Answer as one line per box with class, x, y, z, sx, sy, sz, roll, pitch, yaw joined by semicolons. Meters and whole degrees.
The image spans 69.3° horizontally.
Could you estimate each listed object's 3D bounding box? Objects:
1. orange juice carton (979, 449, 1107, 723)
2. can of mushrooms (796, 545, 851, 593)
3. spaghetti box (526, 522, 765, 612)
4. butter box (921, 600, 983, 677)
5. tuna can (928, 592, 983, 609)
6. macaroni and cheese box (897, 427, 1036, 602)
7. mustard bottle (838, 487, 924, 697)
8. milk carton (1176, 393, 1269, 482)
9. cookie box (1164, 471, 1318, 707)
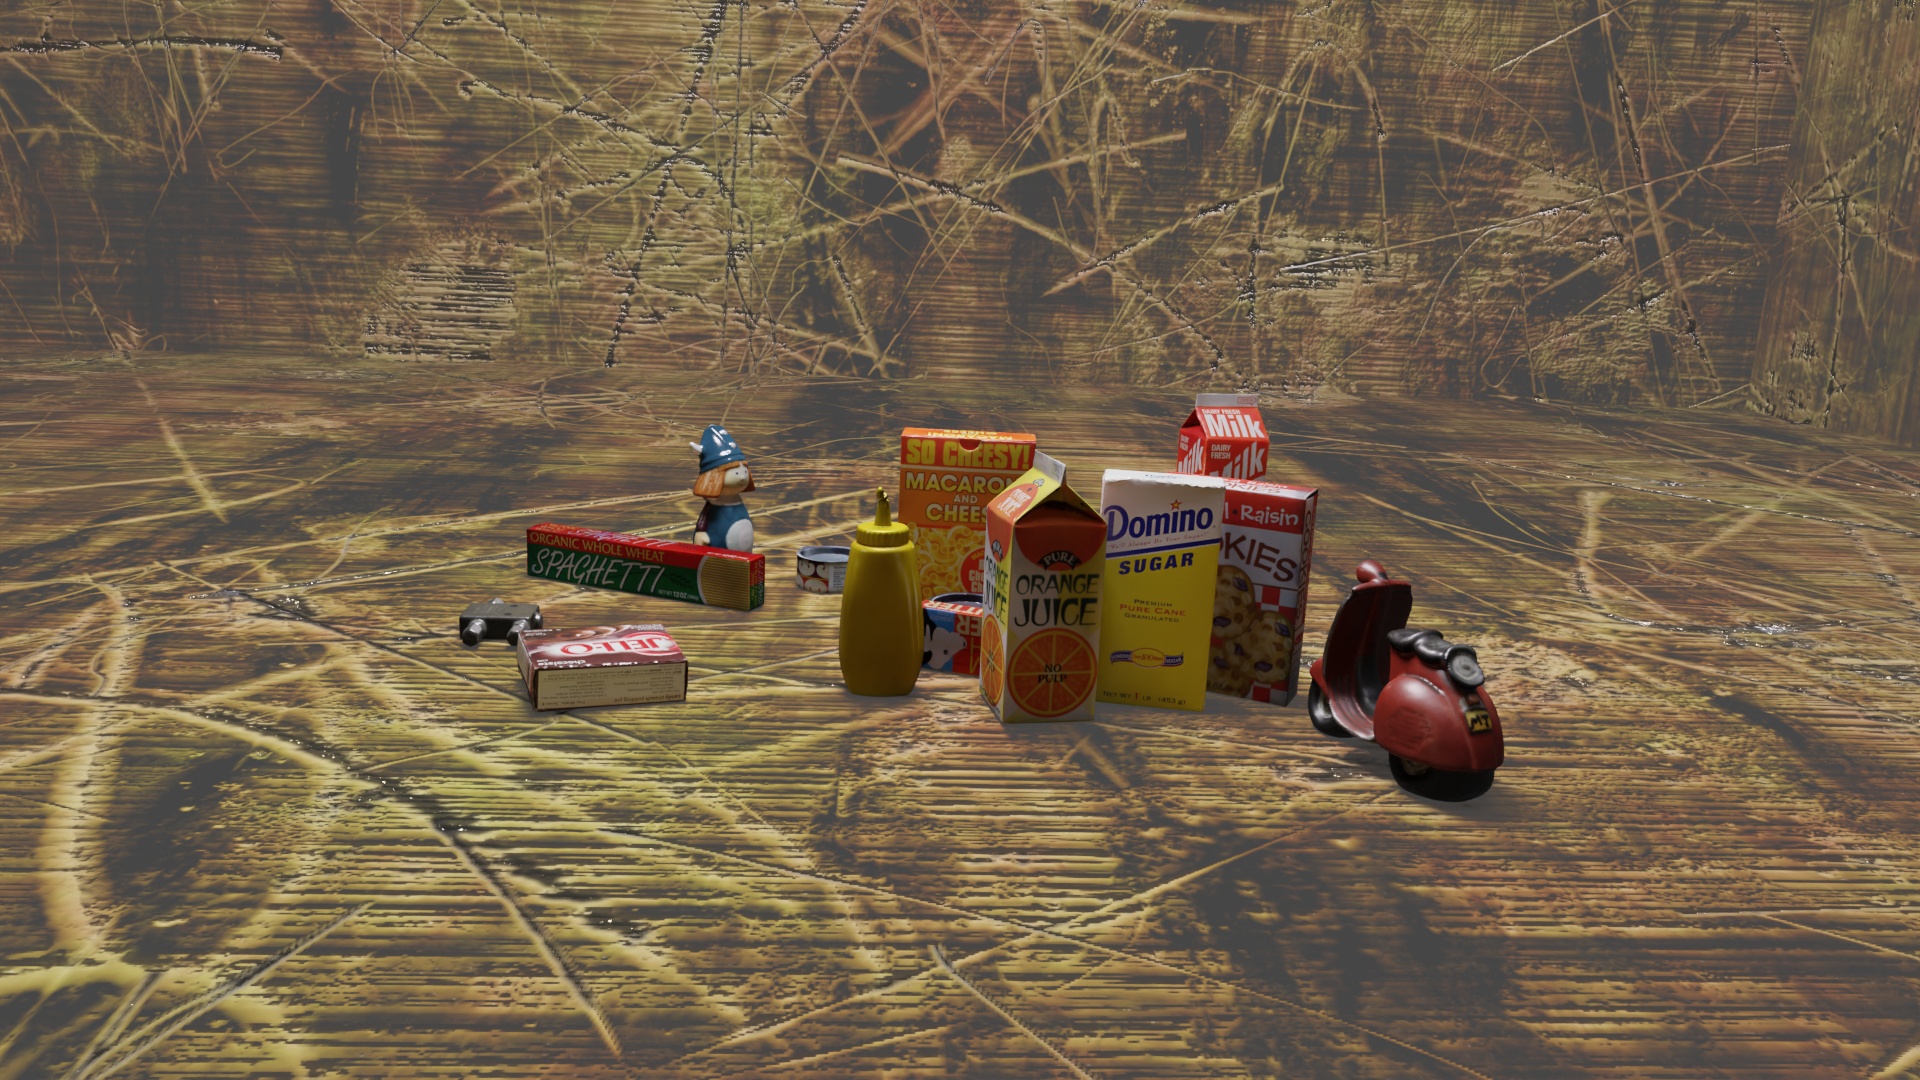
orange juice carton;0.060;0.033;1.024;0.073;0.192;0.072;-1;13;-14
can of mushrooms;-0.129;0.027;1.355;0.071;0.033;0.071;2;13;0
spaghetti box;-0.299;0.024;1.302;0.250;0.050;0.029;8;14;20
butter box;0.014;0.081;1.111;0.103;0.053;0.024;7;13;17
tuna can;0.005;0.070;1.203;0.071;0.032;0.071;2;13;0
macaroni and cheese box;0.005;-0.016;1.275;0.124;0.166;0.040;3;13;0
mustard bottle;-0.059;0.037;1.052;0.065;0.159;0.049;2;13;-1
milk carton;0.272;-0.059;1.457;0.072;0.190;0.073;-1;13;-14
cookie box;0.209;0.036;1.094;0.123;0.167;0.040;9;14;25
